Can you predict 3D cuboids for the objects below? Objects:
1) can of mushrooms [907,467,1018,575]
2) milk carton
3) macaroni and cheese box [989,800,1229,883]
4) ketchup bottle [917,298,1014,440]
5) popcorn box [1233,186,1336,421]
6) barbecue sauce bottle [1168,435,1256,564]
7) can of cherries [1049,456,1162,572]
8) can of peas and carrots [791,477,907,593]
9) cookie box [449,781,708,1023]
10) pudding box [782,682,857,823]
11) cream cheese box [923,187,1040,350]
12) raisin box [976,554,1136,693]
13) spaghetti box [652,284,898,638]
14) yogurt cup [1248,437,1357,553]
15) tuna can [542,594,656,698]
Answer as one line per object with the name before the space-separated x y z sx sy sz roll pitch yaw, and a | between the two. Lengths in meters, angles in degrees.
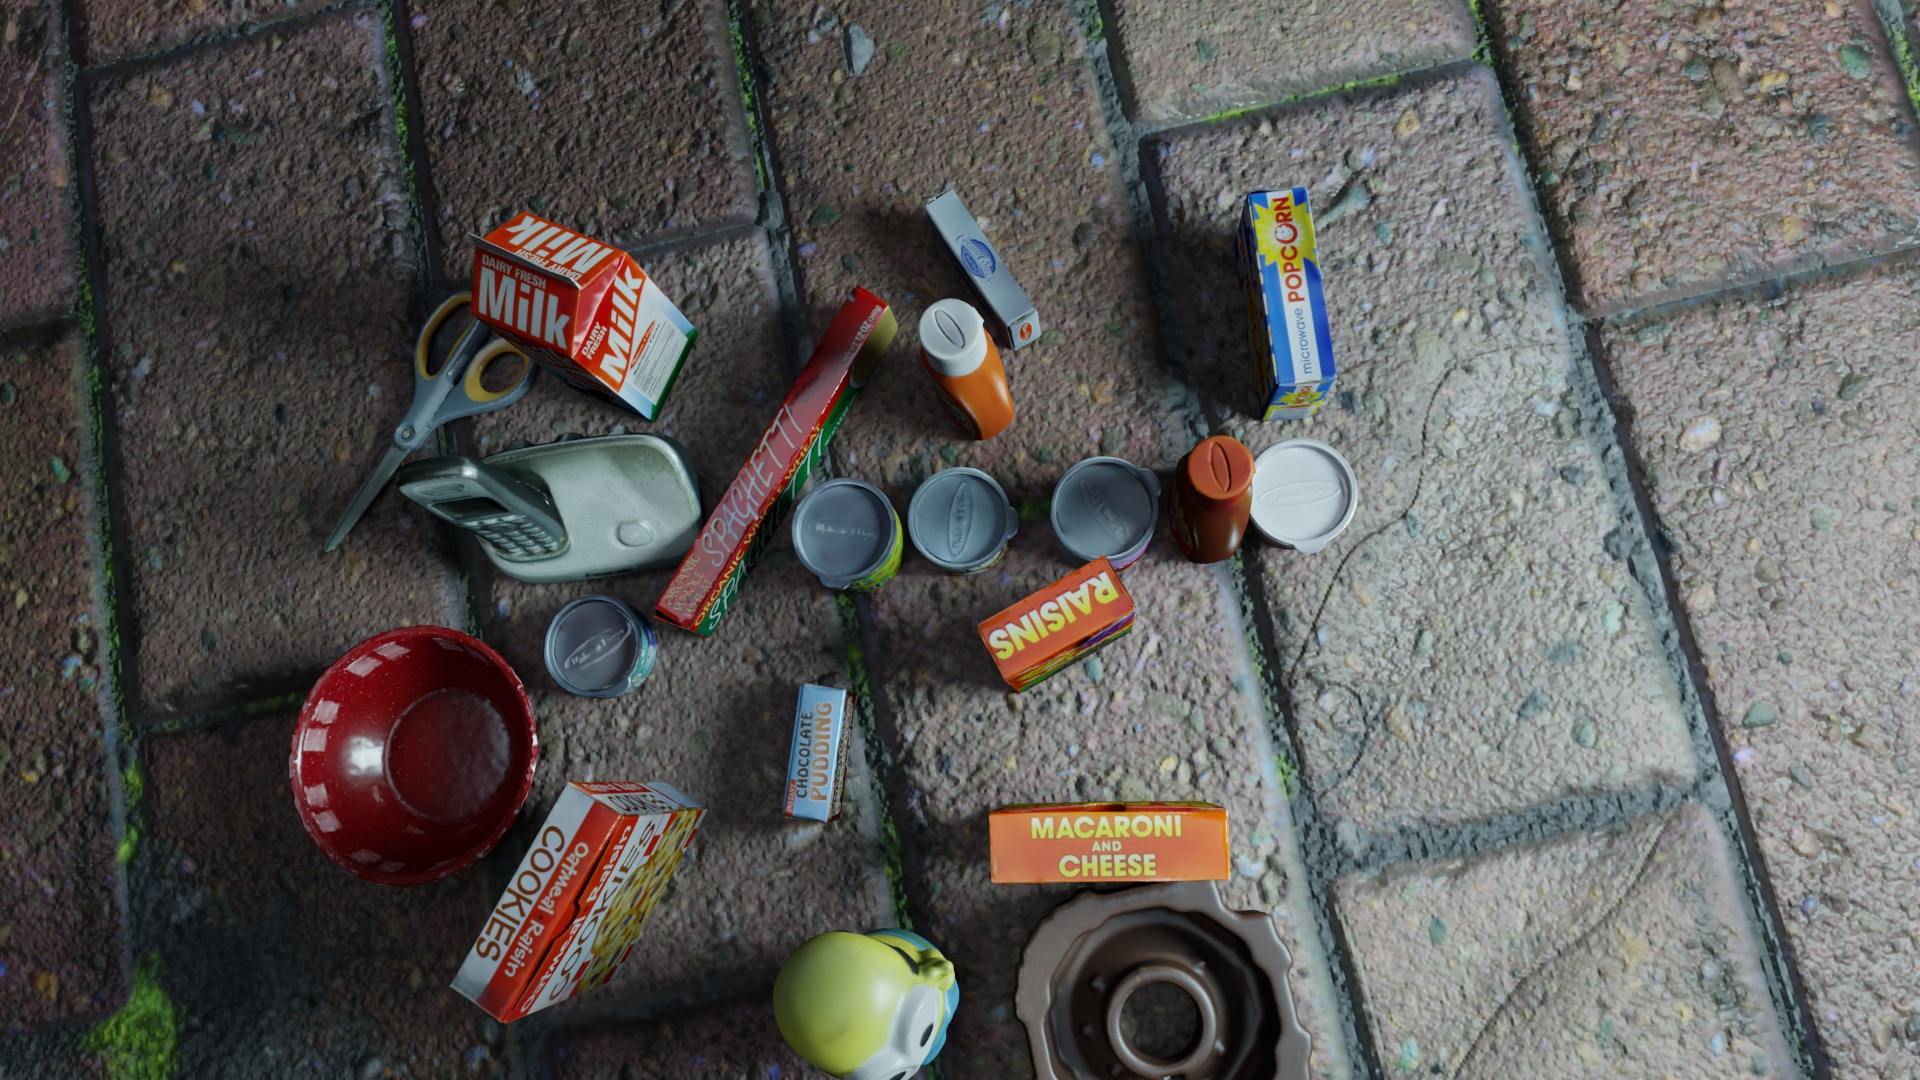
can of mushrooms | 0.003 -0.011 0.894 0.071 0.033 0.071 -1 79 6
milk carton | -0.235 -0.141 0.862 0.072 0.190 0.073 23 83 9
macaroni and cheese box | 0.083 0.167 0.785 0.124 0.166 0.040 -2 80 5
ketchup bottle | 0.002 -0.108 0.853 0.043 0.148 0.065 -36 78 -1
popcorn box | 0.202 -0.146 0.873 0.038 0.085 0.127 -7 79 5
barbecue sauce bottle | 0.149 -0.027 0.824 0.044 0.148 0.065 -12 79 4
can of cherries | 0.093 -0.015 0.873 0.071 0.058 0.071 -1 80 6
can of peas and carrots | -0.070 0.001 0.886 0.071 0.058 0.071 -1 80 6
cookie box | -0.213 0.203 0.807 0.040 0.167 0.123 27 84 10
pudding box | -0.088 0.132 0.868 0.030 0.049 0.084 6 80 7
cream cheese box | 0.015 -0.177 0.914 0.024 0.053 0.104 -33 78 -1
raisin box | 0.059 0.053 0.831 0.086 0.123 0.040 -28 78 0
spaghetti box | -0.118 -0.049 0.905 0.029 0.050 0.250 30 84 10
yogurt cup | 0.209 -0.025 0.866 0.072 0.054 0.072 -1 80 6
tuna can | -0.232 0.072 0.902 0.071 0.033 0.071 -1 79 6
